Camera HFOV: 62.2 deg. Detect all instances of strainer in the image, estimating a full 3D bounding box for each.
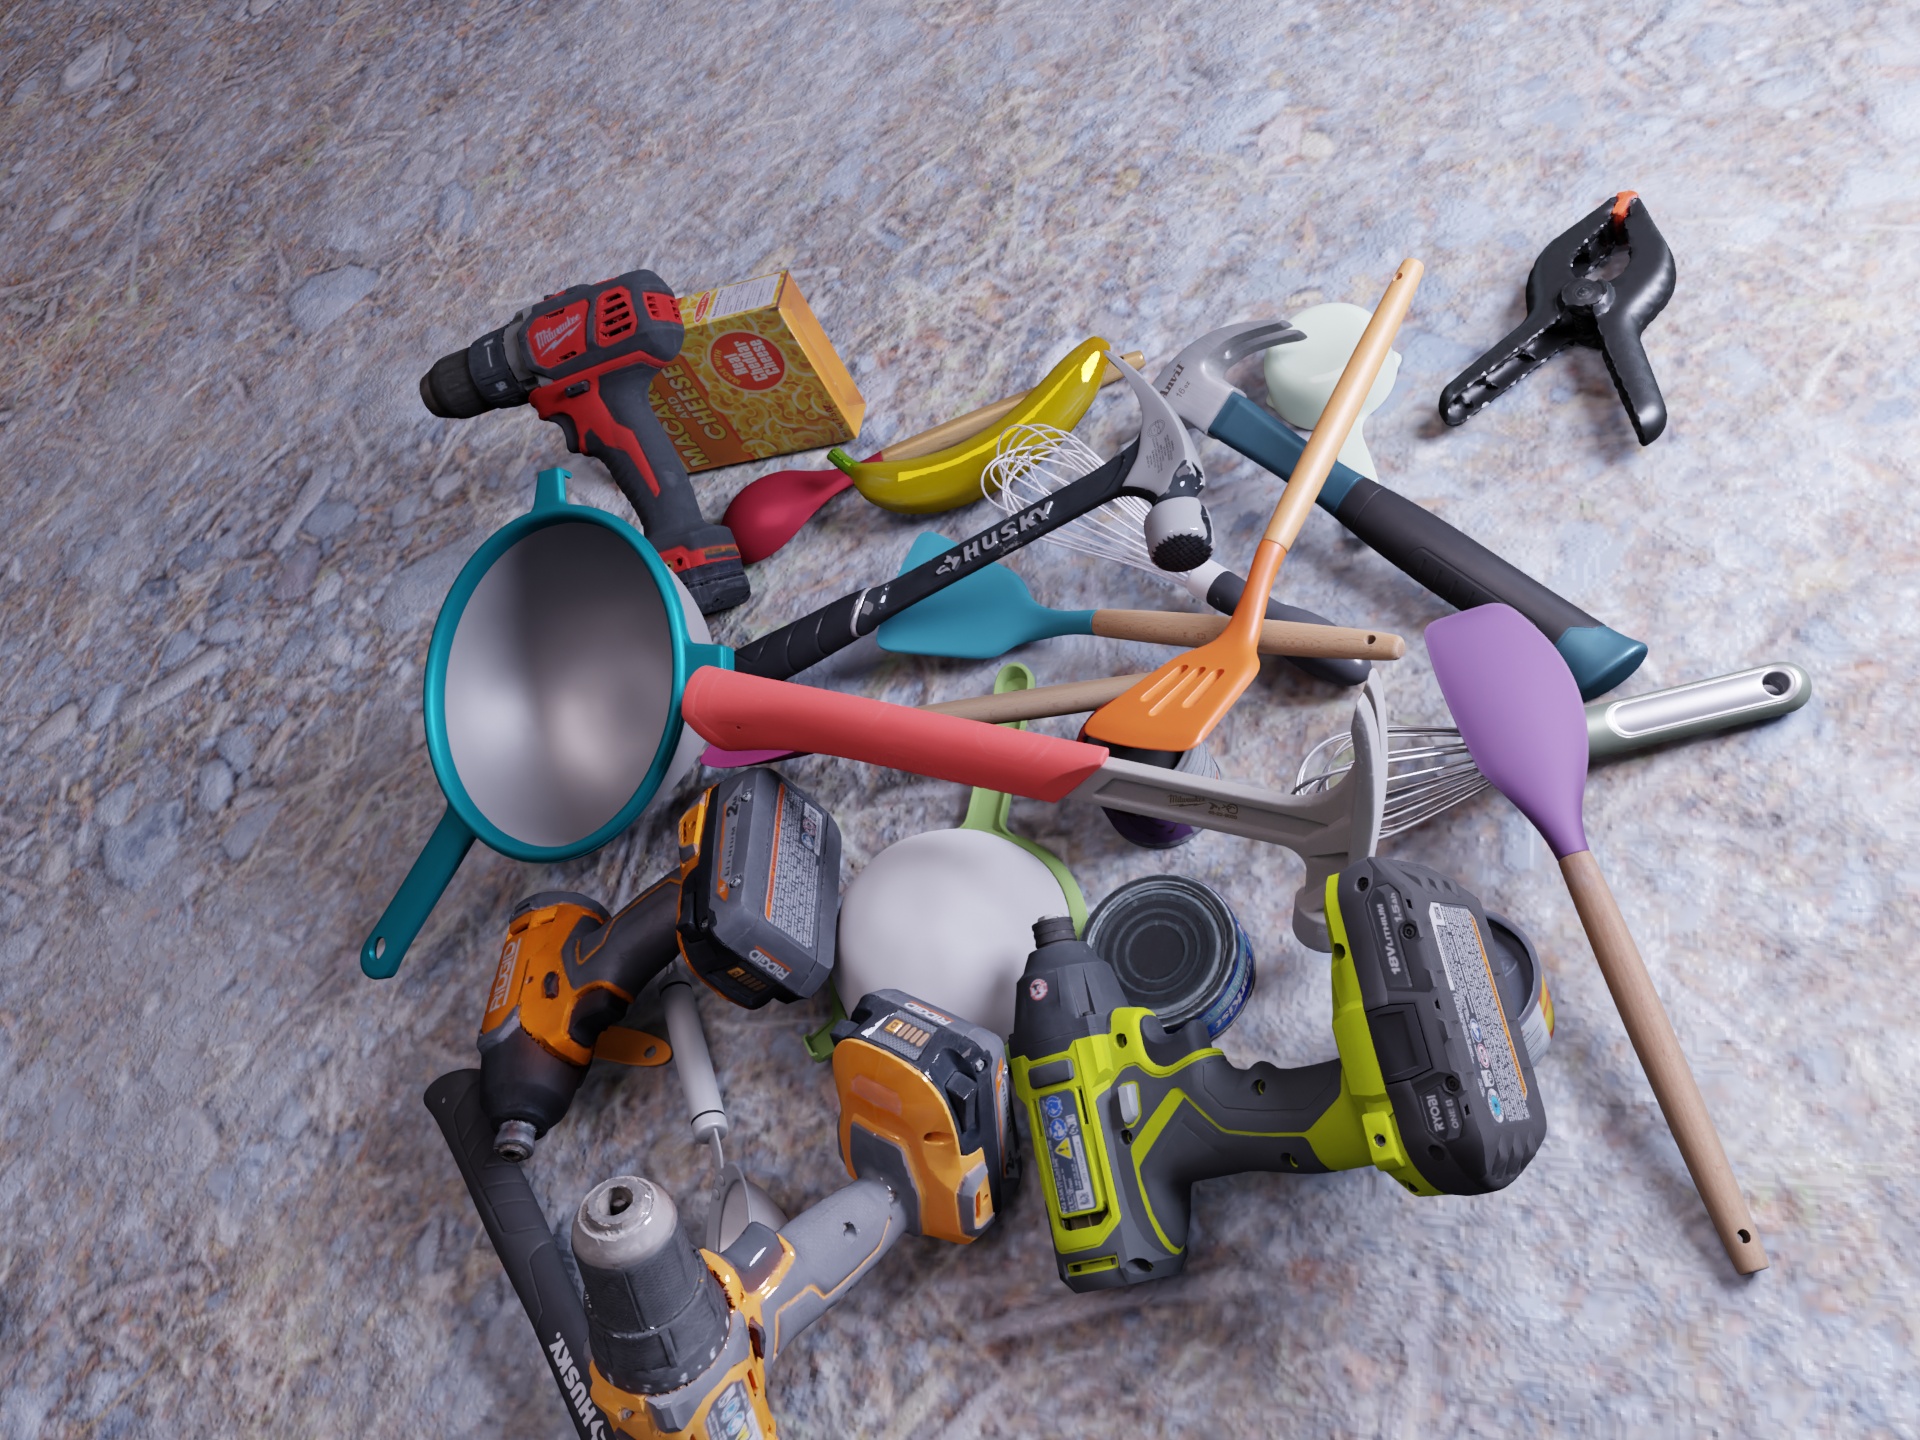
[{"bbox_3d":[-0.001,0.066,0.863,0.151,0.069,0.257,-2,58,26],"label":"strainer"},{"bbox_3d":[-0.256,0.030,0.982,0.211,0.095,0.340,45,109,27],"label":"strainer"},{"bbox_3d":[-0.130,0.223,0.850,0.086,0.050,0.259,-67,33,35],"label":"strainer"}]

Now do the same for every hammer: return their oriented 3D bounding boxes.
[{"bbox_3d":[0.224,-0.113,0.871,0.331,0.033,0.128,44,110,34],"label":"hammer"},{"bbox_3d":[-0.219,0.306,0.834,0.146,0.035,0.335,-53,47,8],"label":"hammer"},{"bbox_3d":[0.024,0.013,0.779,0.359,0.149,0.037,12,39,20],"label":"hammer"},{"bbox_3d":[-0.042,-0.077,0.942,0.409,0.036,0.149,-25,52,27],"label":"hammer"}]

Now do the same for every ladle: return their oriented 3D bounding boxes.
[{"bbox_3d":[-0.026,-0.181,1.061,0.315,0.031,0.069,-20,55,12],"label":"ladle"}]

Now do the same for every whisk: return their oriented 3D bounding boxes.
[{"bbox_3d":[0.119,-0.094,0.918,0.285,0.070,0.070,37,81,32],"label":"whisk"},{"bbox_3d":[0.282,0.011,0.773,0.246,0.059,0.058,-14,67,13],"label":"whisk"}]

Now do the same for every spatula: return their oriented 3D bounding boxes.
[{"bbox_3d":[0.286,0.083,0.708,0.060,0.018,0.316,-16,65,5],"label":"spatula"},{"bbox_3d":[0.093,-0.056,0.888,0.318,0.044,0.082,8,69,39],"label":"spatula"},{"bbox_3d":[0.170,-0.116,0.834,0.081,0.041,0.323,11,69,53],"label":"spatula"}]

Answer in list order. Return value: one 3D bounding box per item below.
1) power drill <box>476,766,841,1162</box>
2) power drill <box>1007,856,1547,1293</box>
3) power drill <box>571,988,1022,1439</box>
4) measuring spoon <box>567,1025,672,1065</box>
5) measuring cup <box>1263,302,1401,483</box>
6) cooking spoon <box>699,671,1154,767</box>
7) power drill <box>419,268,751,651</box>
[{"bbox_3d":[-0.174,0.137,0.863,0.226,0.084,0.164,-30,37,26],"label":"power drill"},{"bbox_3d":[0.122,0.146,0.699,0.223,0.080,0.171,-25,67,34],"label":"power drill"},{"bbox_3d":[-0.071,0.214,0.694,0.084,0.185,0.226,18,42,34],"label":"power drill"},{"bbox_3d":[-0.217,0.189,0.936,0.117,0.011,0.021,5,57,25],"label":"measuring spoon"},{"bbox_3d":[0.221,-0.177,0.924,0.083,0.038,0.168,-16,54,17],"label":"measuring cup"},{"bbox_3d":[-0.001,-0.003,0.895,0.319,0.017,0.069,-8,24,19],"label":"cooking spoon"},{"bbox_3d":[-0.248,-0.163,1.046,0.188,0.080,0.226,-15,95,19],"label":"power drill"}]
